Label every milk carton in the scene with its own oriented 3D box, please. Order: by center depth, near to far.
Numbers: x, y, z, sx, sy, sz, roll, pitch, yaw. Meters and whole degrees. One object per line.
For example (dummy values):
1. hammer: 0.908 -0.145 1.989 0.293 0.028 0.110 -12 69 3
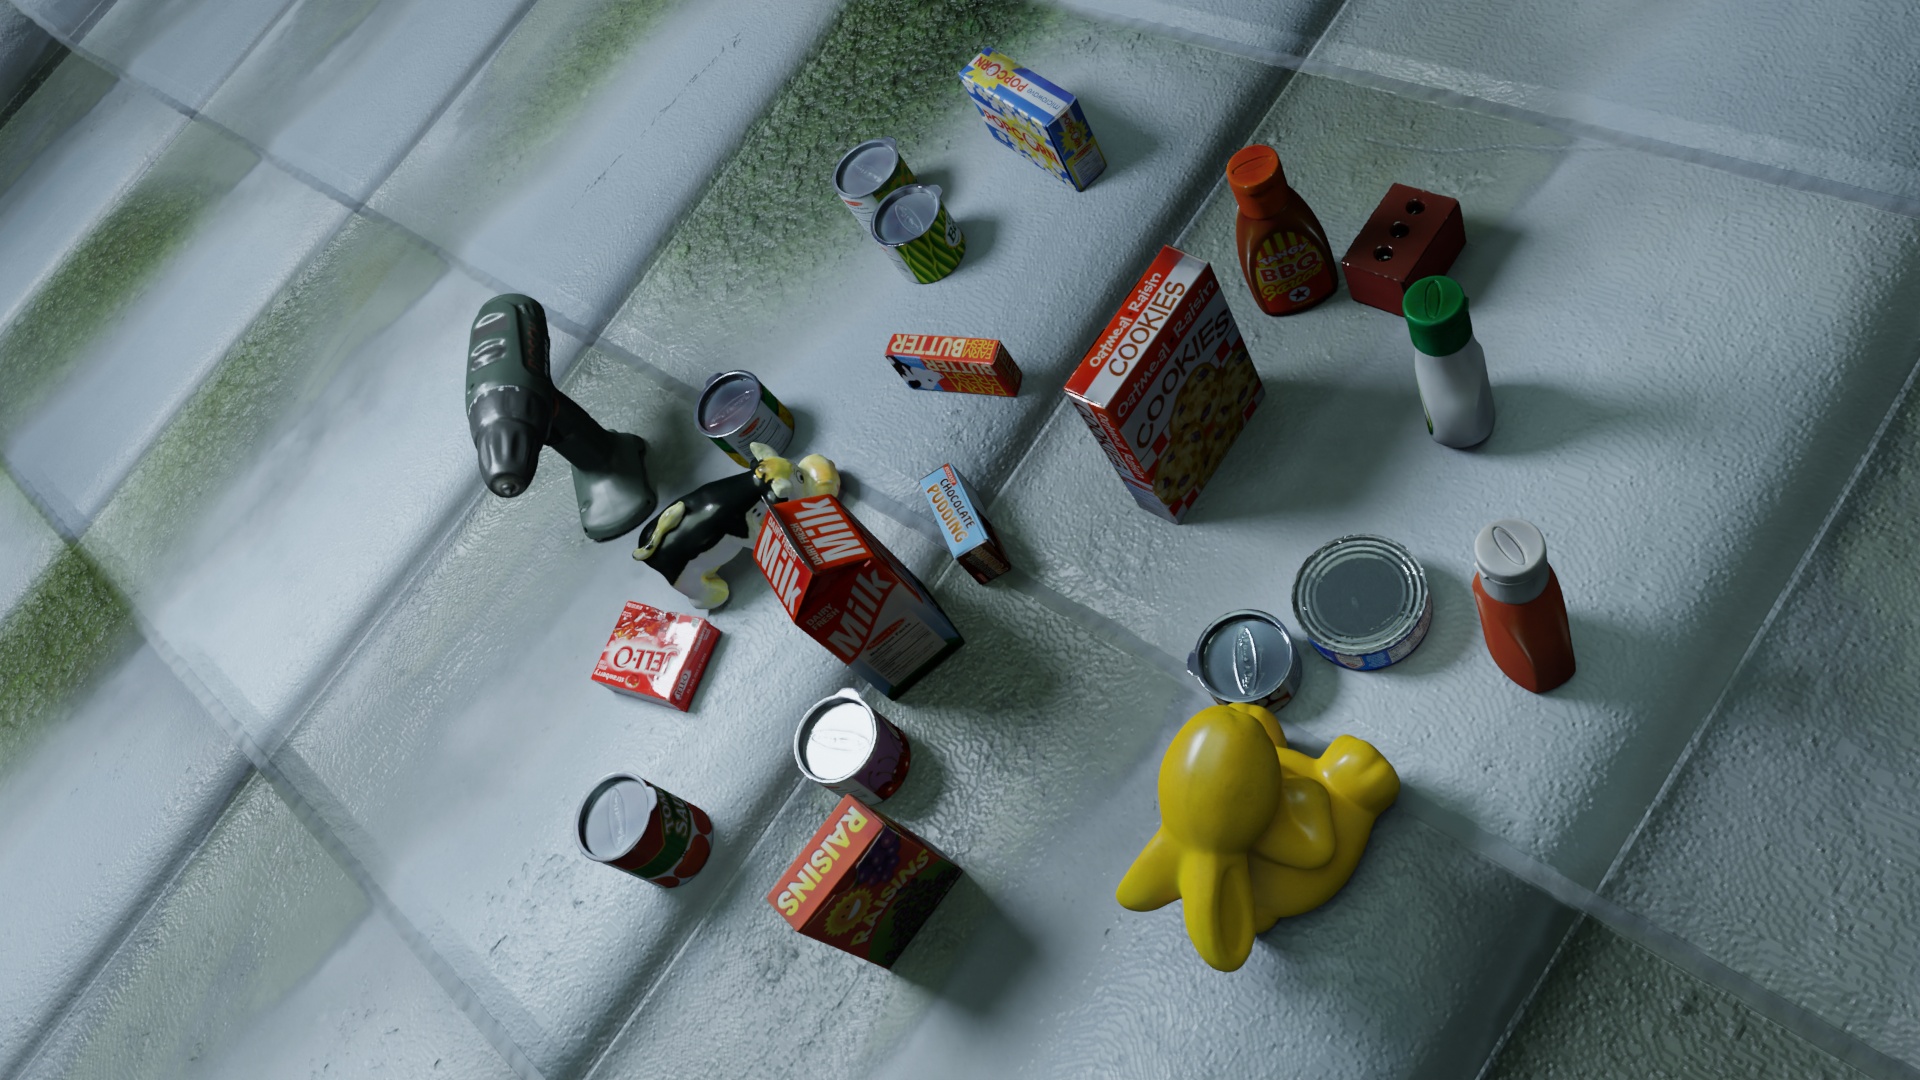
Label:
1. milk carton: -0.078 0.035 0.981 0.073 0.190 0.072 -40 53 2

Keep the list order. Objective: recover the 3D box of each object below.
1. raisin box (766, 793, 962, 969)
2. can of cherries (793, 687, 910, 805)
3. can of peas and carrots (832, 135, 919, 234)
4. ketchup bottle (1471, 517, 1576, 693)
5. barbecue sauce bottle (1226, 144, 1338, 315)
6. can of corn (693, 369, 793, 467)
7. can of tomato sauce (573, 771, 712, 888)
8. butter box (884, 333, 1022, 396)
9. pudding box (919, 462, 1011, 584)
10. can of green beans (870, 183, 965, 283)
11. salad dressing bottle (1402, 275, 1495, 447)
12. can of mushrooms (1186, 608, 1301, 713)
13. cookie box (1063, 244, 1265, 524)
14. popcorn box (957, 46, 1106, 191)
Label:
1. raisin box: -0.060 0.225 0.907 0.040 0.123 0.086 34 82 36
2. can of cherries: -0.076 0.149 0.998 0.071 0.058 0.072 -12 59 21
3. can of peas and carrots: -0.072 -0.321 1.258 0.071 0.058 0.071 -12 59 21
4. ketchup bottle: 0.324 0.036 0.806 0.043 0.148 0.065 -32 54 8
5. barbecue sauce bottle: 0.227 -0.223 0.999 0.065 0.148 0.044 -20 57 16
6. can of corn: -0.186 -0.105 1.195 0.071 0.058 0.071 -12 59 21
7. can of tomato sauce: -0.231 0.213 1.024 0.071 0.083 0.071 -12 59 21
8. butter box: -0.005 -0.143 1.129 0.103 0.053 0.024 8 68 30
9. pudding box: 0.004 -0.013 1.054 0.030 0.049 0.084 -31 54 8
10. can of green beans: -0.036 -0.266 1.210 0.071 0.057 0.071 -12 59 21
11. salad dressing bottle: 0.315 -0.114 0.895 0.044 0.147 0.064 -2 63 26
12. can of mushrooms: 0.188 0.082 0.920 0.071 0.033 0.071 -12 59 21
13. cookie box: 0.145 -0.104 0.961 0.040 0.167 0.123 28 79 35
14. popcorn box: 0.063 -0.364 1.198 0.038 0.085 0.127 -45 53 -2
